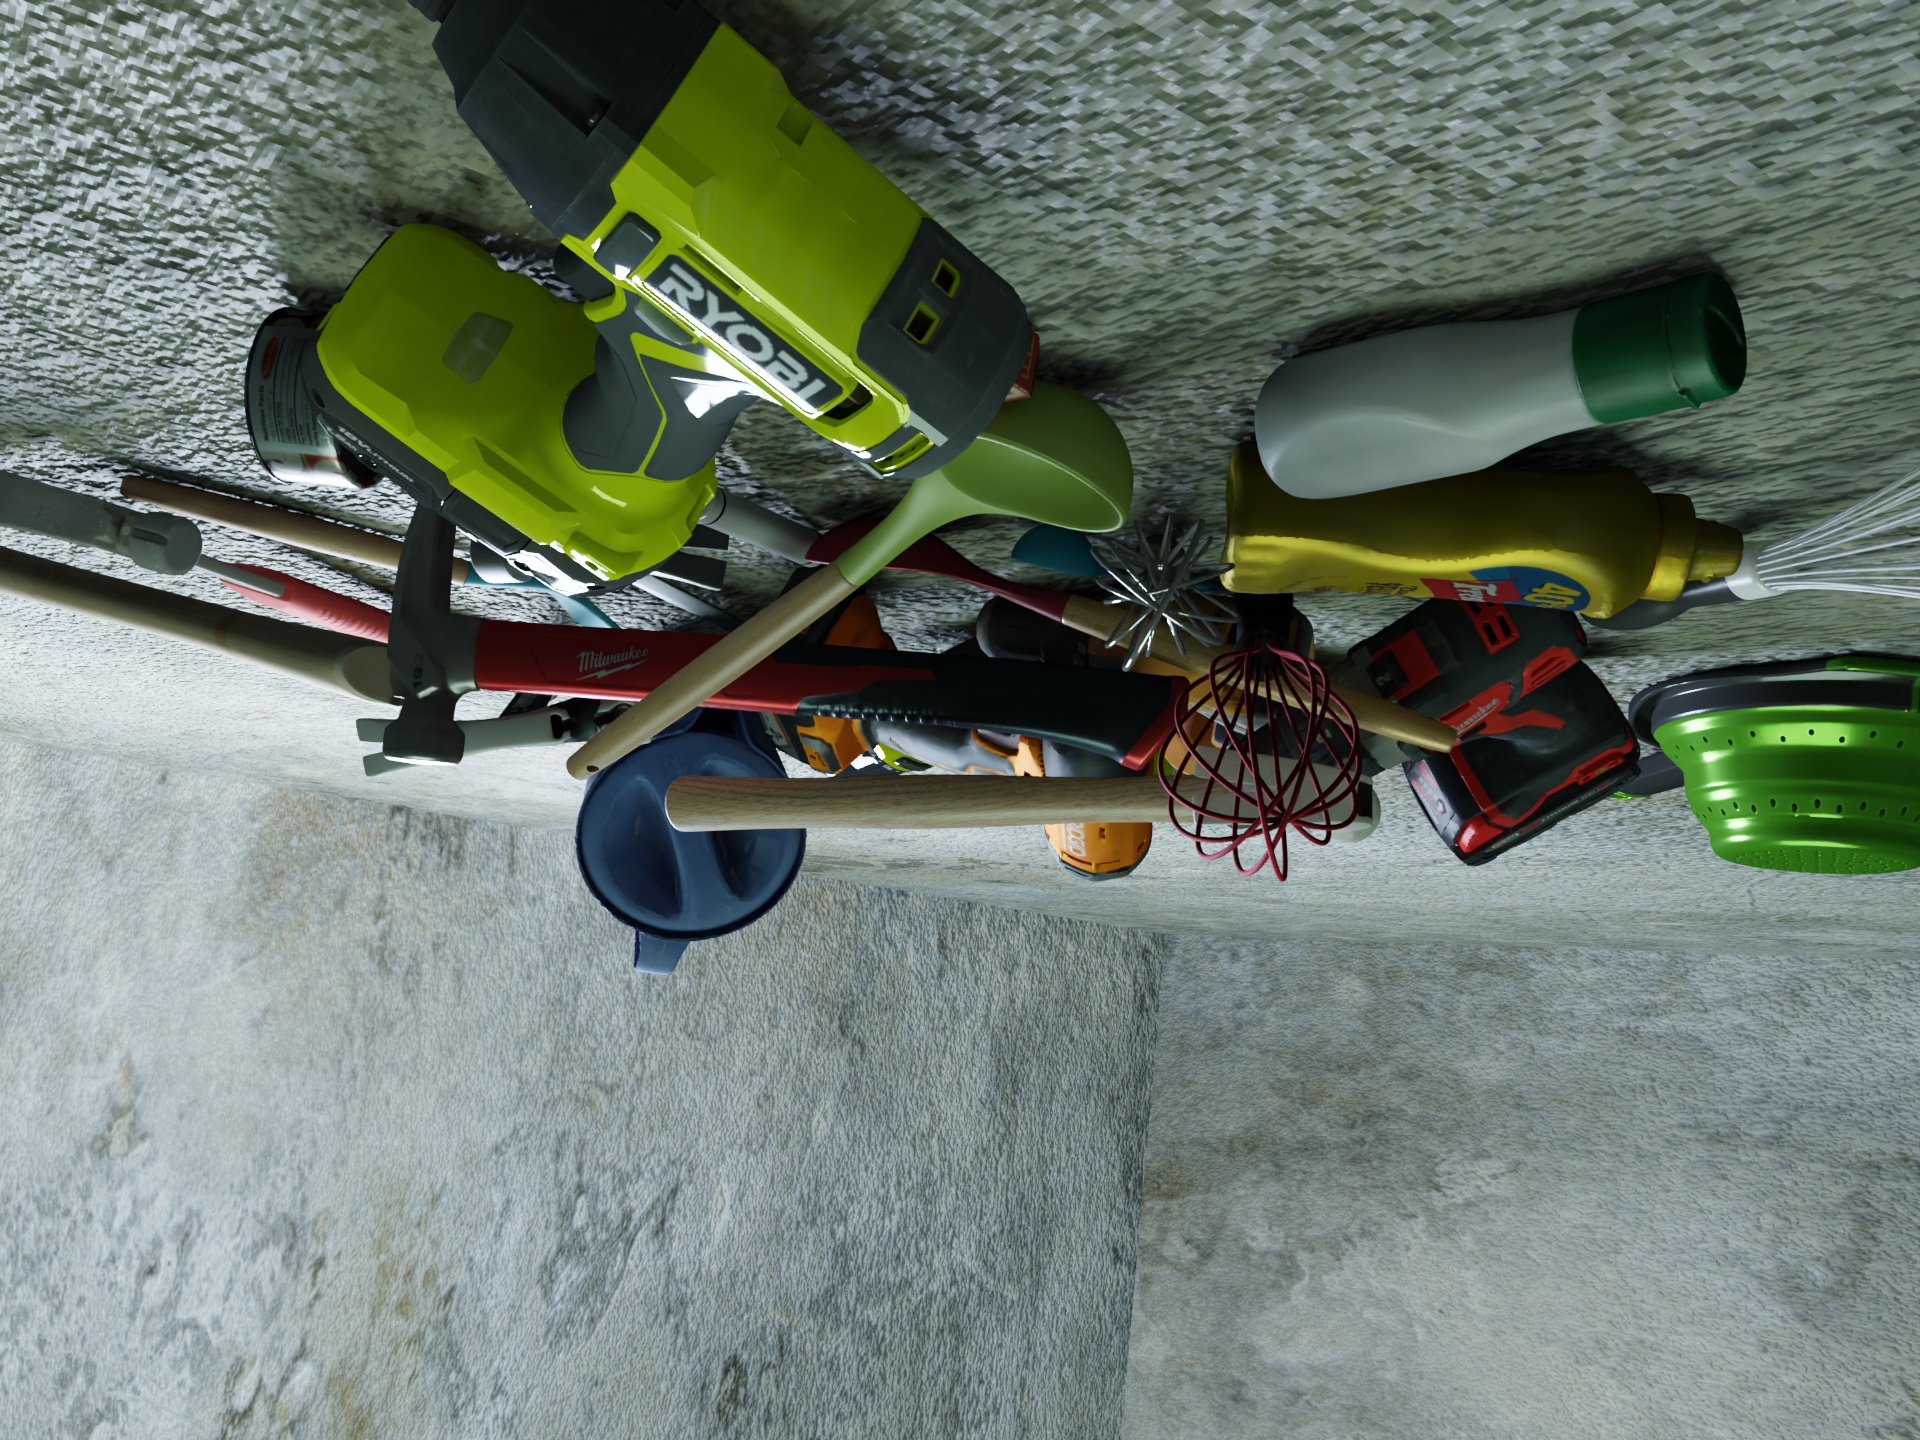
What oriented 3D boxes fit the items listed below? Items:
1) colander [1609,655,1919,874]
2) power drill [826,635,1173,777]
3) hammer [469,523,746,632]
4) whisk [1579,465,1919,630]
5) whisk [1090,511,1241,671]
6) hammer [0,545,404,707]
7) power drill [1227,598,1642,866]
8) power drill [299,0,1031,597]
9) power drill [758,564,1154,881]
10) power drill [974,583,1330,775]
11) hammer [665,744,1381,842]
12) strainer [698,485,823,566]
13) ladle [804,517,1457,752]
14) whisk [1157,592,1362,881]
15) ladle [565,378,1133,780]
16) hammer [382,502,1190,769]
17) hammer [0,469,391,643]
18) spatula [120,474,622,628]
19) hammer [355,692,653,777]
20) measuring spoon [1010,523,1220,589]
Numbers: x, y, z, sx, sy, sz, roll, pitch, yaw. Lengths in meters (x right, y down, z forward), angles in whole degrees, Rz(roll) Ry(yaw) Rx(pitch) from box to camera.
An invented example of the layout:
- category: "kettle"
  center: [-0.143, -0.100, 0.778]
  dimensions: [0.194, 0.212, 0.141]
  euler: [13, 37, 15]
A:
- category: "colander"
  center: [0.490, 0.051, 0.993]
  dimensions: [0.204, 0.094, 0.397]
  euler: [7, 169, 0]
- category: "power drill"
  center: [0.033, 0.016, 1.072]
  dimensions: [0.228, 0.080, 0.190]
  euler: [16, 152, -39]
- category: "hammer"
  center: [-0.118, -0.049, 0.998]
  dimensions: [0.144, 0.035, 0.405]
  euler: [2, 169, 24]
- category: "whisk"
  center: [0.331, -0.064, 0.609]
  dimensions: [0.070, 0.070, 0.284]
  euler: [9, 174, -14]
- category: "whisk"
  center: [0.081, -0.058, 0.642]
  dimensions: [0.058, 0.059, 0.246]
  euler: [27, -169, 2]
- category: "hammer"
  center: [-0.475, -0.069, 0.879]
  dimensions: [0.411, 0.038, 0.146]
  euler: [15, 176, 14]
- category: "power drill"
  center: [0.240, 0.012, 0.811]
  dimensions: [0.188, 0.080, 0.226]
  euler: [-34, 151, 21]
- category: "power drill"
  center: [-0.106, -0.119, 0.462]
  dimensions: [0.171, 0.080, 0.223]
  euler: [36, 155, -23]
- category: "power drill"
  center: [-0.001, -0.003, 0.860]
  dimensions: [0.226, 0.084, 0.164]
  euler: [22, 156, 17]
- category: "power drill"
  center: [0.128, -0.017, 0.907]
  dimensions: [0.185, 0.084, 0.226]
  euler: [9, 168, 31]
- category: "hammer"
  center: [0.016, 0.037, 0.722]
  dimensions: [0.331, 0.031, 0.130]
  euler: [-2, 172, 20]
- category: "strainer"
  center: [-0.121, -0.102, 0.712]
  dimensions: [0.087, 0.050, 0.258]
  euler: [9, 177, 25]
- category: "ladle"
  center: [0.073, -0.042, 0.737]
  dimensions: [0.315, 0.031, 0.069]
  euler: [20, -164, 15]
- category: "whisk"
  center: [0.120, -0.019, 0.632]
  dimensions: [0.073, 0.073, 0.296]
  euler: [5, -158, 9]
- category: "ladle"
  center: [-0.063, -0.039, 0.656]
  dimensions: [0.320, 0.062, 0.078]
  euler: [-32, 137, 31]
- category: "hammer"
  center: [-0.084, -0.036, 0.762]
  dimensions: [0.386, 0.143, 0.038]
  euler: [4, 176, 7]
- category: "hammer"
  center: [-0.423, -0.079, 1.000]
  dimensions: [0.149, 0.037, 0.358]
  euler: [14, 175, 19]
- category: "spatula"
  center: [-0.316, -0.082, 0.925]
  dimensions: [0.317, 0.044, 0.082]
  euler: [15, 179, -31]
- category: "hammer"
  center: [-0.271, -0.015, 0.995]
  dimensions: [0.149, 0.036, 0.409]
  euler: [-9, -172, -11]
- category: "measuring spoon"
  center: [0.081, -0.080, 0.776]
  dimensions: [0.128, 0.021, 0.042]
  euler: [3, -166, -36]
